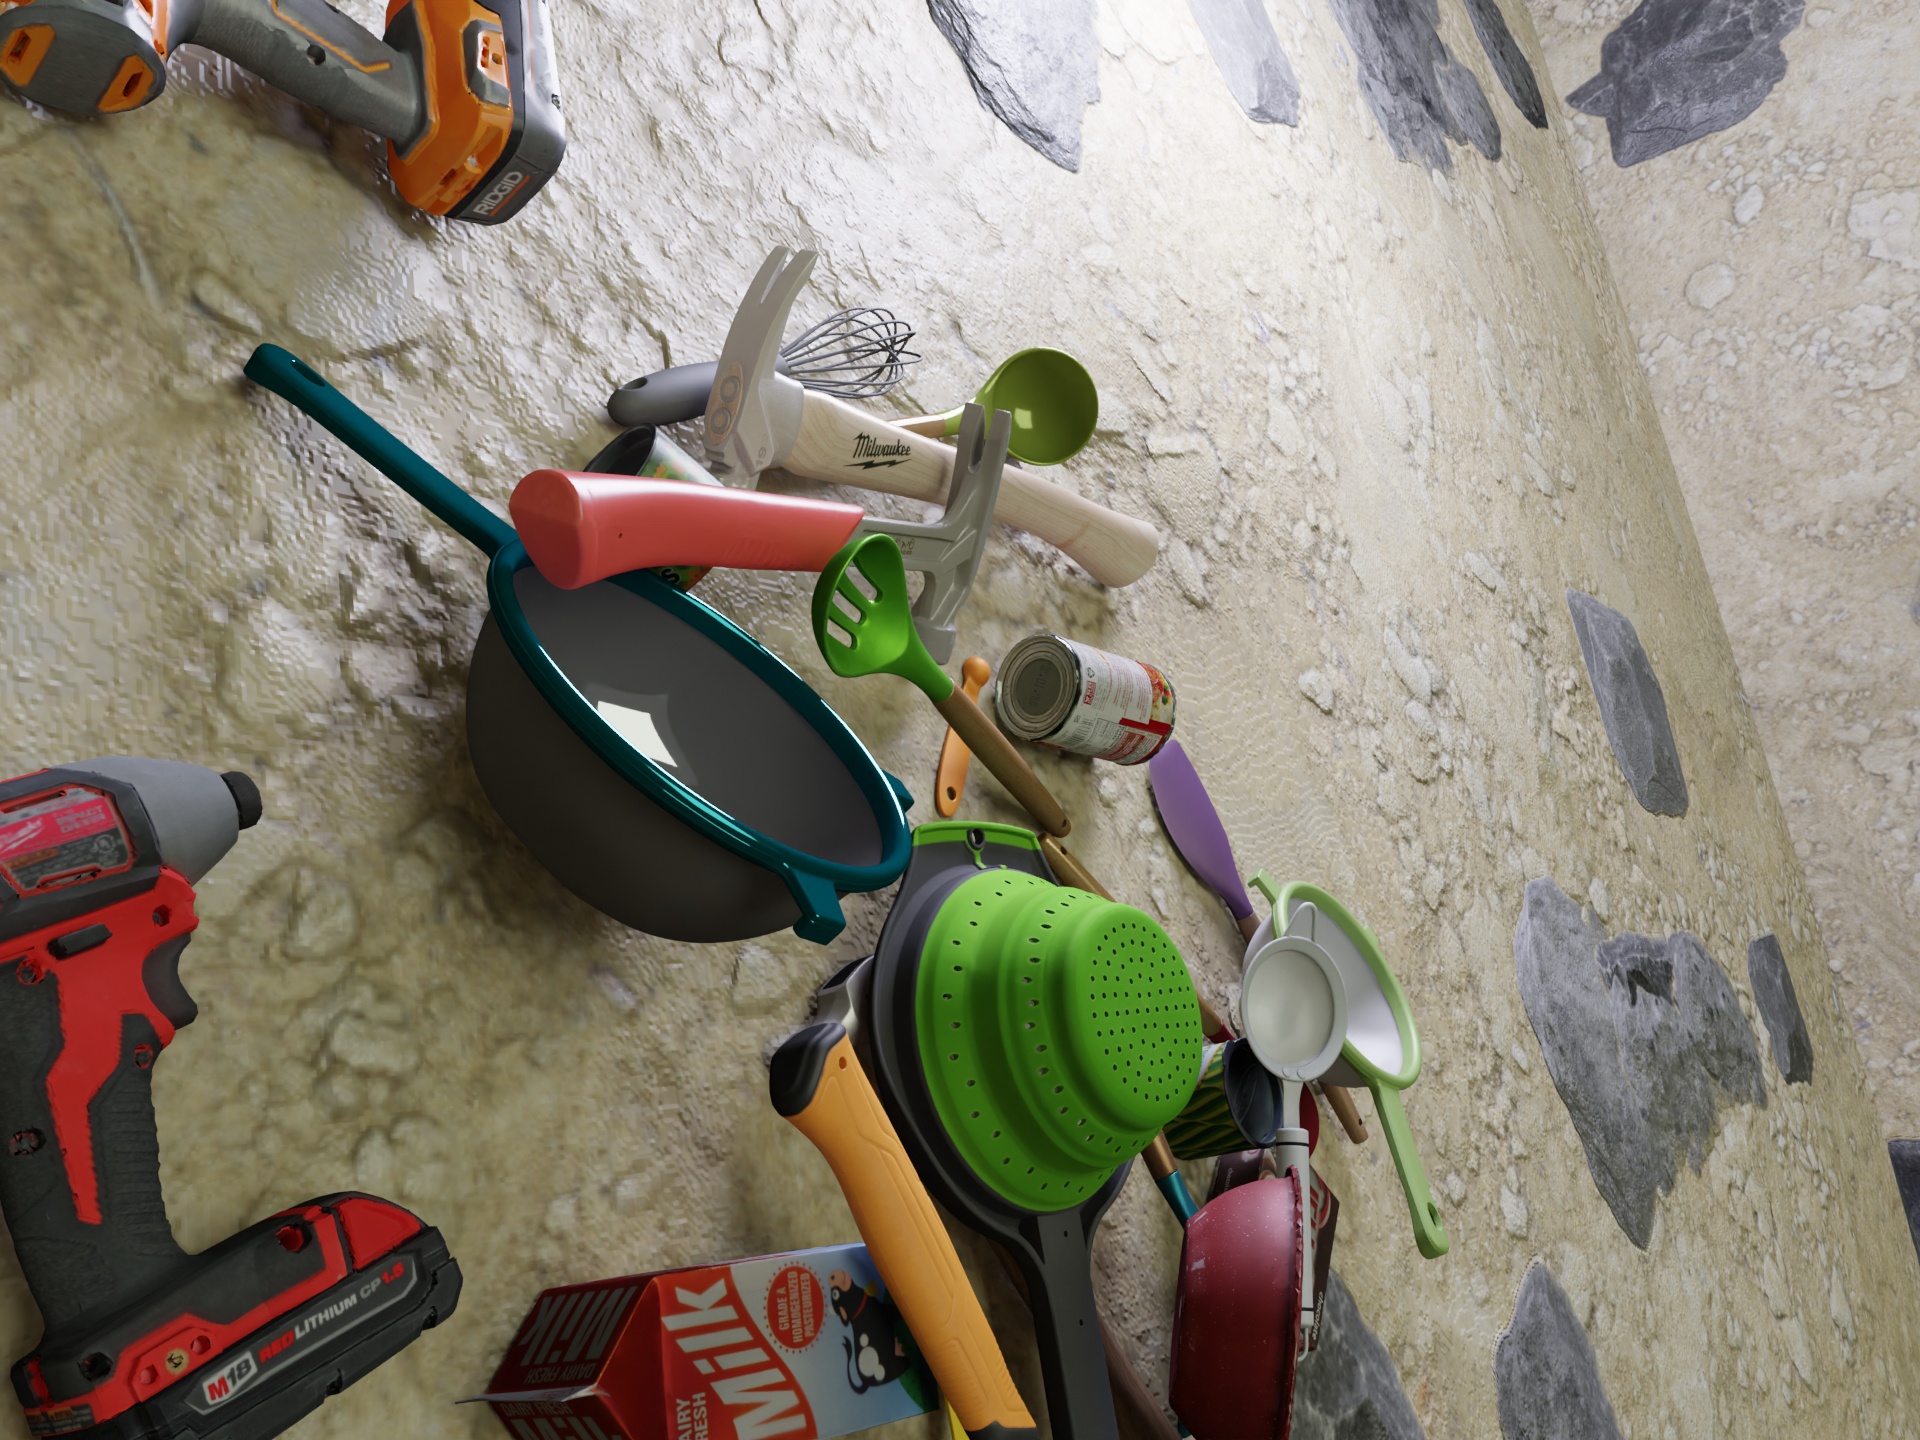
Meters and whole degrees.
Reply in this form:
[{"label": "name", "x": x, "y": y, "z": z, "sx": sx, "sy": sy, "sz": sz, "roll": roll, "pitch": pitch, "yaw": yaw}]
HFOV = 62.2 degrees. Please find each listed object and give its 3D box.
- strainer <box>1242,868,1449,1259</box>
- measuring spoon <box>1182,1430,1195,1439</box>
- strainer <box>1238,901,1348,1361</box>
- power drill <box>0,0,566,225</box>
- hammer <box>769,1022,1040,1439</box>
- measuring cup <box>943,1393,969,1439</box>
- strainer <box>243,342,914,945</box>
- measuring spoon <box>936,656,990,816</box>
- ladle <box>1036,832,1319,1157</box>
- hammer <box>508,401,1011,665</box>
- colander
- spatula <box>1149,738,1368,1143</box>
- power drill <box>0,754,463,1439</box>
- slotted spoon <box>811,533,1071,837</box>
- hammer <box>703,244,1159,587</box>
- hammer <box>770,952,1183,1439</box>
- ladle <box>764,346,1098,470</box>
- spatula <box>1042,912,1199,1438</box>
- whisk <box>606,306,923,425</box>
[{"label": "strainer", "x": 0.244, "y": 0.228, "z": 1.025, "sx": 0.151, "sy": 0.069, "sz": 0.257, "roll": 28, "pitch": 38, "yaw": -39}, {"label": "measuring spoon", "x": 0.130, "y": 0.402, "z": 0.898, "sx": 0.034, "sy": 0.018, "sz": 0.124, "roll": 54, "pitch": 46, "yaw": -10}, {"label": "strainer", "x": 0.192, "y": 0.237, "z": 0.933, "sx": 0.086, "sy": 0.050, "sz": 0.259, "roll": 15, "pitch": 66, "yaw": -29}, {"label": "power drill", "x": -0.292, "y": -0.317, "z": 0.682, "sx": 0.226, "sy": 0.084, "sz": 0.164, "roll": 5, "pitch": 68, "yaw": -46}, {"label": "hammer", "x": 0.012, "y": 0.277, "z": 0.676, "sx": 0.127, "sy": 0.034, "sz": 0.337, "roll": -35, "pitch": 101, "yaw": -53}, {"label": "measuring cup", "x": -0.007, "y": 0.345, "z": 0.753, "sx": 0.062, "sy": 0.029, "sz": 0.157, "roll": 28, "pitch": 40, "yaw": -40}, {"label": "strainer", "x": -0.178, "y": -0.016, "z": 0.667, "sx": 0.340, "sy": 0.095, "sz": 0.211, "roll": 39, "pitch": 14, "yaw": -2}, {"label": "measuring spoon", "x": 0.003, "y": 0.008, "z": 0.935, "sx": 0.021, "sy": 0.011, "sz": 0.117, "roll": 40, "pitch": 45, "yaw": -32}, {"label": "ladle", "x": 0.146, "y": 0.179, "z": 1.016, "sx": 0.315, "sy": 0.031, "sz": 0.069, "roll": 48, "pitch": 35, "yaw": -22}, {"label": "hammer", "x": -0.076, "y": -0.098, "z": 0.760, "sx": 0.359, "sy": 0.037, "sz": 0.149, "roll": -6, "pitch": 112, "yaw": -63}, {"label": "colander", "x": 0.070, "y": 0.233, "z": 0.784, "sx": 0.204, "sy": 0.094, "sz": 0.397, "roll": 7, "pitch": 68, "yaw": -49}, {"label": "spatula", "x": 0.208, "y": 0.159, "z": 1.108, "sx": 0.060, "sy": 0.018, "sz": 0.316, "roll": -35, "pitch": 99, "yaw": -47}, {"label": "power drill", "x": -0.259, "y": 0.117, "z": 0.511, "sx": 0.143, "sy": 0.078, "sz": 0.219, "roll": -25, "pitch": 90, "yaw": -53}, {"label": "slotted spoon", "x": -0.001, "y": -0.003, "z": 0.855, "sx": 0.070, "sy": 0.031, "sz": 0.313, "roll": -63, "pitch": 145, "yaw": -15}, {"label": "hammer", "x": 0.008, "y": -0.152, "z": 0.959, "sx": 0.410, "sy": 0.038, "sz": 0.146, "roll": 9, "pitch": 101, "yaw": -53}, {"label": "hammer", "x": 0.027, "y": 0.261, "z": 0.824, "sx": 0.331, "sy": 0.031, "sz": 0.130, "roll": 59, "pitch": 38, "yaw": -12}, {"label": "ladle", "x": -0.021, "y": -0.177, "z": 0.964, "sx": 0.320, "sy": 0.062, "sz": 0.078, "roll": -23, "pitch": 108, "yaw": -50}, {"label": "spatula", "x": 0.098, "y": 0.241, "z": 0.916, "sx": 0.082, "sy": 0.044, "sz": 0.318, "roll": -11, "pitch": 73, "yaw": -49}, {"label": "whisk", "x": -0.102, "y": -0.191, "z": 0.879, "sx": 0.239, "sy": 0.055, "sz": 0.055, "roll": -29, "pitch": 95, "yaw": -48}]
